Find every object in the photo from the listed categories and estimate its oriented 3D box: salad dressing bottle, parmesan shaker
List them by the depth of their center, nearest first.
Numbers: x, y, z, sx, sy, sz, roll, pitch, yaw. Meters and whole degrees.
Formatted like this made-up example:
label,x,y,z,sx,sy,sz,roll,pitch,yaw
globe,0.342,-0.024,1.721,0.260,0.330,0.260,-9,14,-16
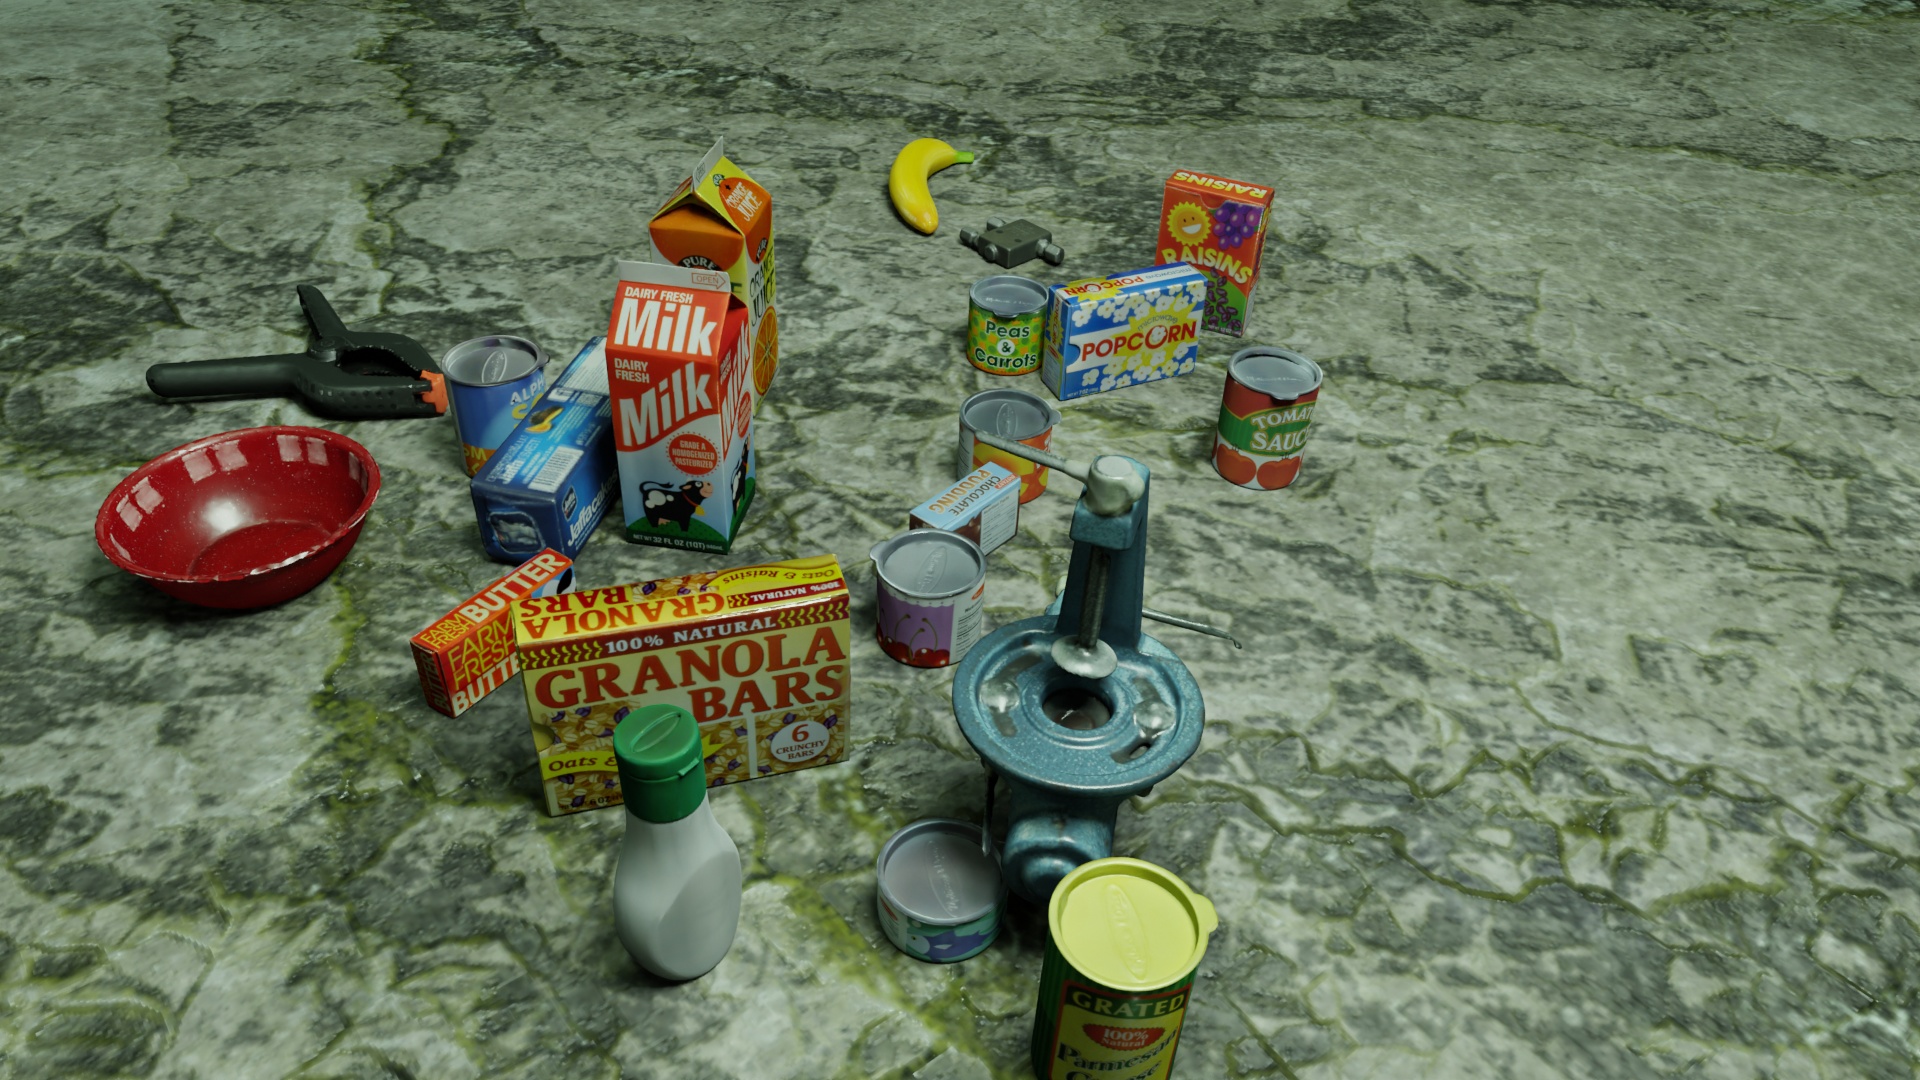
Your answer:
label,x,y,z,sx,sy,sz,roll,pitch,yaw
parmesan shaker,0.070,0.197,0.607,0.071,0.102,0.072,2,38,-1
salad dressing bottle,-0.131,0.138,0.632,0.044,0.146,0.064,26,43,27

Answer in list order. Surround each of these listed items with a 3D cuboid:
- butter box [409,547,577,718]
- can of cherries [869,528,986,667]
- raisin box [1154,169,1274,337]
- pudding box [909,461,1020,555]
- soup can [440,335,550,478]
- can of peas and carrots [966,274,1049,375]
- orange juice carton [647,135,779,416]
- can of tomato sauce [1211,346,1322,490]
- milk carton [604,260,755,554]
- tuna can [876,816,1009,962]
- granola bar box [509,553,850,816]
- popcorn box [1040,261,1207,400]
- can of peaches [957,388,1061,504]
label,x,y,z,sx,sy,sz,roll,pitch,yaw
butter box,-0.267,0.053,0.809,0.024,0.052,0.104,24,42,25
can of cherries,-0.021,0.034,0.847,0.071,0.058,0.072,2,38,-1
raisin box,0.209,-0.241,1.166,0.086,0.122,0.040,18,40,18
pudding box,0.003,-0.011,0.915,0.030,0.049,0.084,29,45,30
soup can,-0.317,-0.090,0.966,0.071,0.083,0.072,2,38,-1
can of peas and carrots,0.038,-0.172,1.118,0.071,0.058,0.071,2,38,-1
orange juice carton,-0.179,-0.193,1.020,0.073,0.191,0.072,8,38,6
can of tomato sauce,0.220,-0.087,1.001,0.071,0.082,0.071,2,38,-1
milk carton,-0.177,-0.090,0.888,0.072,0.189,0.074,7,38,5
tuna can,-0.006,0.173,0.690,0.071,0.032,0.071,2,38,-1
granola bar box,-0.141,0.076,0.730,0.166,0.123,0.039,-9,39,-15
popcorn box,0.129,-0.166,1.095,0.127,0.084,0.038,-14,41,-21
can of peaches,0.034,-0.066,0.981,0.071,0.057,0.071,2,38,-1
